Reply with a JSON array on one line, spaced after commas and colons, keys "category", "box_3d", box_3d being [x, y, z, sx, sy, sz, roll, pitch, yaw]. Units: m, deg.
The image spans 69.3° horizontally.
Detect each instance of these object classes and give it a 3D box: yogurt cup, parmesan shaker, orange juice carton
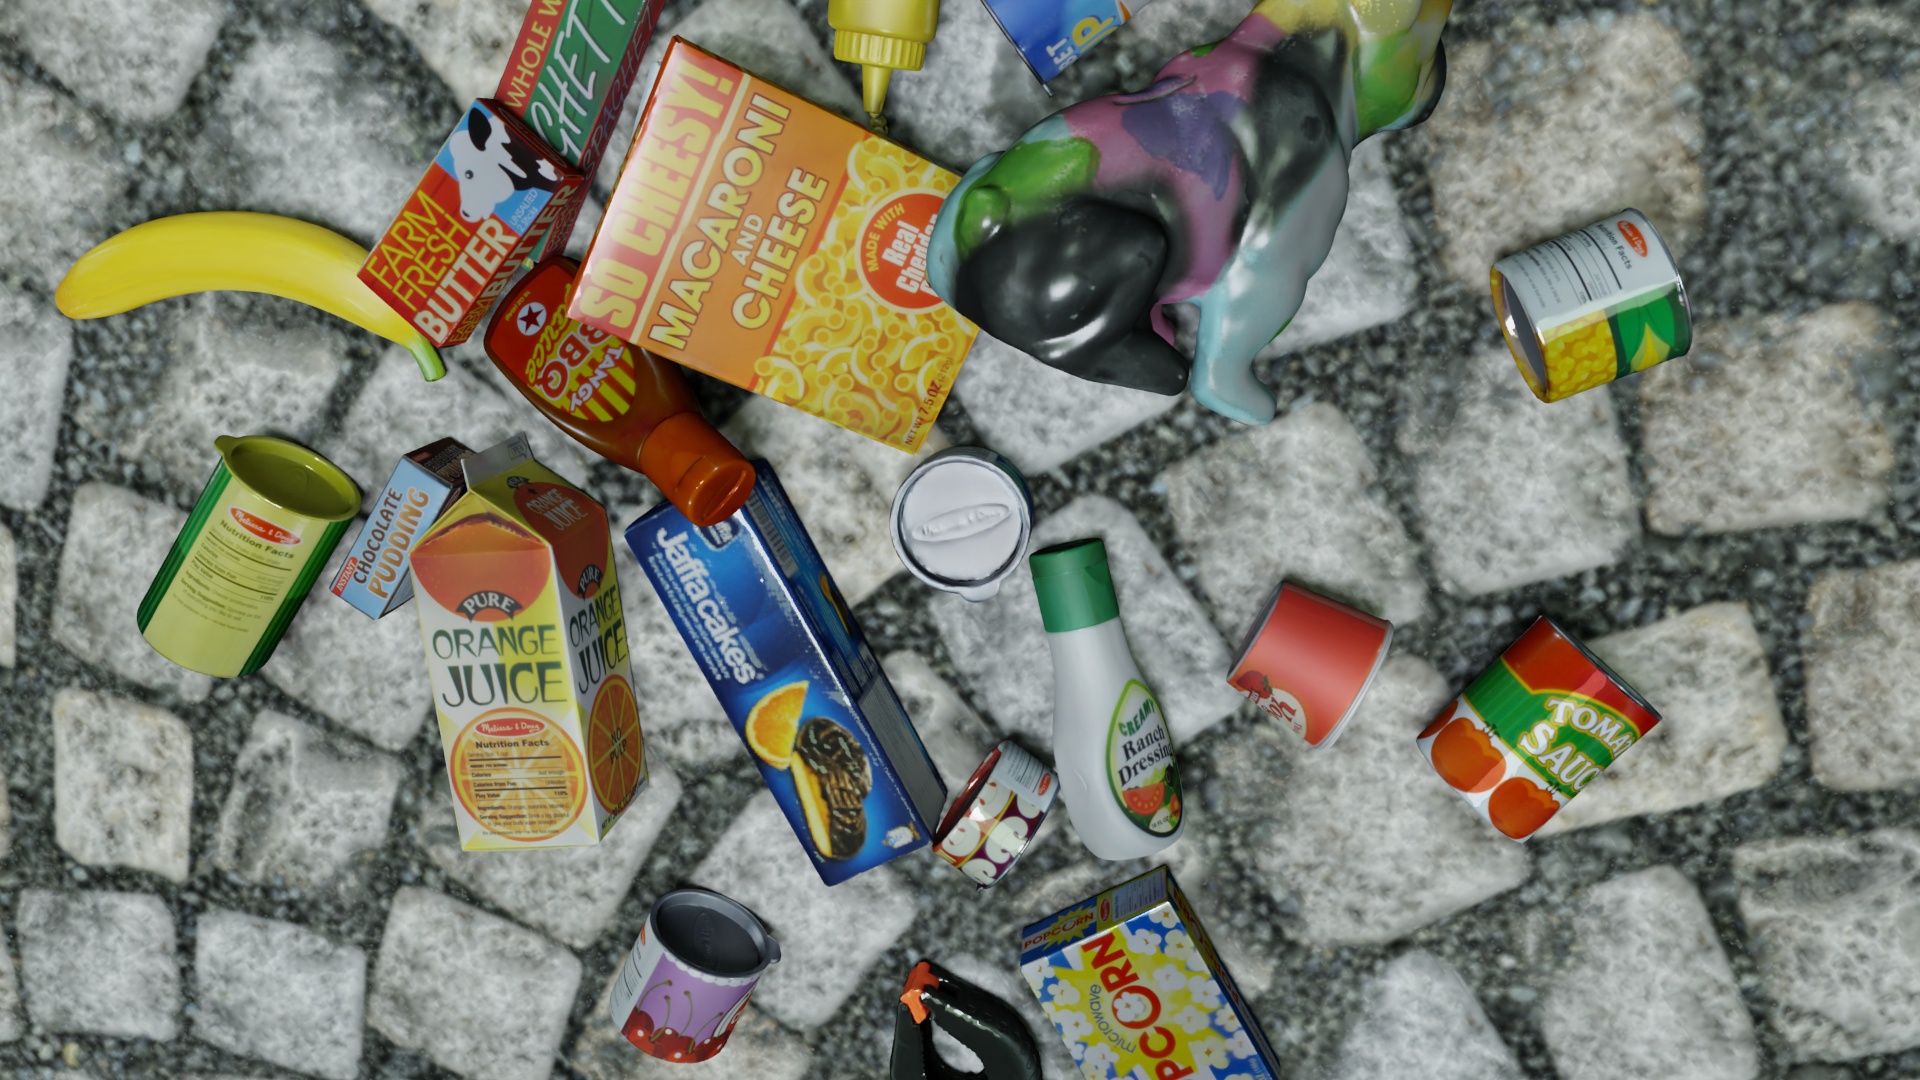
[{"category": "yogurt cup", "box_3d": [0.158, 0.054, 0.637, 0.054, 0.072, 0.072, 29, 105, 8]}, {"category": "parmesan shaker", "box_3d": [-0.355, 0.007, 0.687, 0.071, 0.071, 0.103, 36, 106, -2]}, {"category": "orange juice carton", "box_3d": [-0.211, 0.047, 0.676, 0.073, 0.072, 0.192, -4, 103, 8]}]

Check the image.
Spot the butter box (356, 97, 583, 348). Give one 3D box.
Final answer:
[{"category": "butter box", "box_3d": [-0.222, -0.142, 0.627, 0.053, 0.024, 0.103, 41, 107, -2]}]

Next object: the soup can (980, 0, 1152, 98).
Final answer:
[{"category": "soup can", "box_3d": [0.050, -0.240, 0.580, 0.083, 0.071, 0.071, -35, 97, 13]}]

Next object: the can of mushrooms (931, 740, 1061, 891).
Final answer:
[{"category": "can of mushrooms", "box_3d": [0.016, 0.133, 0.671, 0.033, 0.071, 0.071, 35, 105, -2]}]

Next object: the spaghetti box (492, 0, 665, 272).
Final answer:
[{"category": "spaghetti box", "box_3d": [-0.162, -0.244, 0.624, 0.050, 0.029, 0.249, 28, 105, 0]}]

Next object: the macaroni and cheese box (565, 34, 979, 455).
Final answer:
[{"category": "macaroni and cheese box", "box_3d": [-0.070, -0.124, 0.604, 0.166, 0.040, 0.123, 21, 106, -23]}]

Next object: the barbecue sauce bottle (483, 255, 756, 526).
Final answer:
[{"category": "barbecue sauce bottle", "box_3d": [-0.151, -0.065, 0.625, 0.149, 0.043, 0.065, 42, 94, 24]}]

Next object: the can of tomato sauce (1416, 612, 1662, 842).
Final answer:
[{"category": "can of tomato sauce", "box_3d": [0.260, 0.086, 0.627, 0.071, 0.071, 0.083, 40, 105, -3]}]

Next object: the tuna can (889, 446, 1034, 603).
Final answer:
[{"category": "tuna can", "box_3d": [0.002, -0.008, 0.656, 0.071, 0.033, 0.071, 2, 103, 7]}]

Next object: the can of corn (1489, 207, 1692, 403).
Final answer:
[{"category": "can of corn", "box_3d": [0.265, -0.096, 0.587, 0.058, 0.071, 0.071, -21, 100, 12]}]

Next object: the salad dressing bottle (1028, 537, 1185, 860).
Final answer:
[{"category": "salad dressing bottle", "box_3d": [0.066, 0.074, 0.656, 0.044, 0.064, 0.147, -11, 95, 45]}]

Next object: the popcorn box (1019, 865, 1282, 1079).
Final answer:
[{"category": "popcorn box", "box_3d": [0.097, 0.240, 0.700, 0.085, 0.038, 0.126, -28, 98, 13]}]

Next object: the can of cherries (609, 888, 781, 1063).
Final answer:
[{"category": "can of cherries", "box_3d": [-0.136, 0.224, 0.711, 0.071, 0.072, 0.058, 27, 105, 0]}]

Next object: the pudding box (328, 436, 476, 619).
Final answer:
[{"category": "pudding box", "box_3d": [-0.268, -0.007, 0.682, 0.030, 0.050, 0.083, 34, 106, -4]}]

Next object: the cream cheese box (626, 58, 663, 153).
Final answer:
[{"category": "cream cheese box", "box_3d": [-0.134, -0.162, 0.627, 0.024, 0.053, 0.103, 19, 105, -1]}]

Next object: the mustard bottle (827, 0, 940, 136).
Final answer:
[{"category": "mustard bottle", "box_3d": [-0.030, -0.253, 0.589, 0.049, 0.065, 0.159, 8, 108, 1]}]
